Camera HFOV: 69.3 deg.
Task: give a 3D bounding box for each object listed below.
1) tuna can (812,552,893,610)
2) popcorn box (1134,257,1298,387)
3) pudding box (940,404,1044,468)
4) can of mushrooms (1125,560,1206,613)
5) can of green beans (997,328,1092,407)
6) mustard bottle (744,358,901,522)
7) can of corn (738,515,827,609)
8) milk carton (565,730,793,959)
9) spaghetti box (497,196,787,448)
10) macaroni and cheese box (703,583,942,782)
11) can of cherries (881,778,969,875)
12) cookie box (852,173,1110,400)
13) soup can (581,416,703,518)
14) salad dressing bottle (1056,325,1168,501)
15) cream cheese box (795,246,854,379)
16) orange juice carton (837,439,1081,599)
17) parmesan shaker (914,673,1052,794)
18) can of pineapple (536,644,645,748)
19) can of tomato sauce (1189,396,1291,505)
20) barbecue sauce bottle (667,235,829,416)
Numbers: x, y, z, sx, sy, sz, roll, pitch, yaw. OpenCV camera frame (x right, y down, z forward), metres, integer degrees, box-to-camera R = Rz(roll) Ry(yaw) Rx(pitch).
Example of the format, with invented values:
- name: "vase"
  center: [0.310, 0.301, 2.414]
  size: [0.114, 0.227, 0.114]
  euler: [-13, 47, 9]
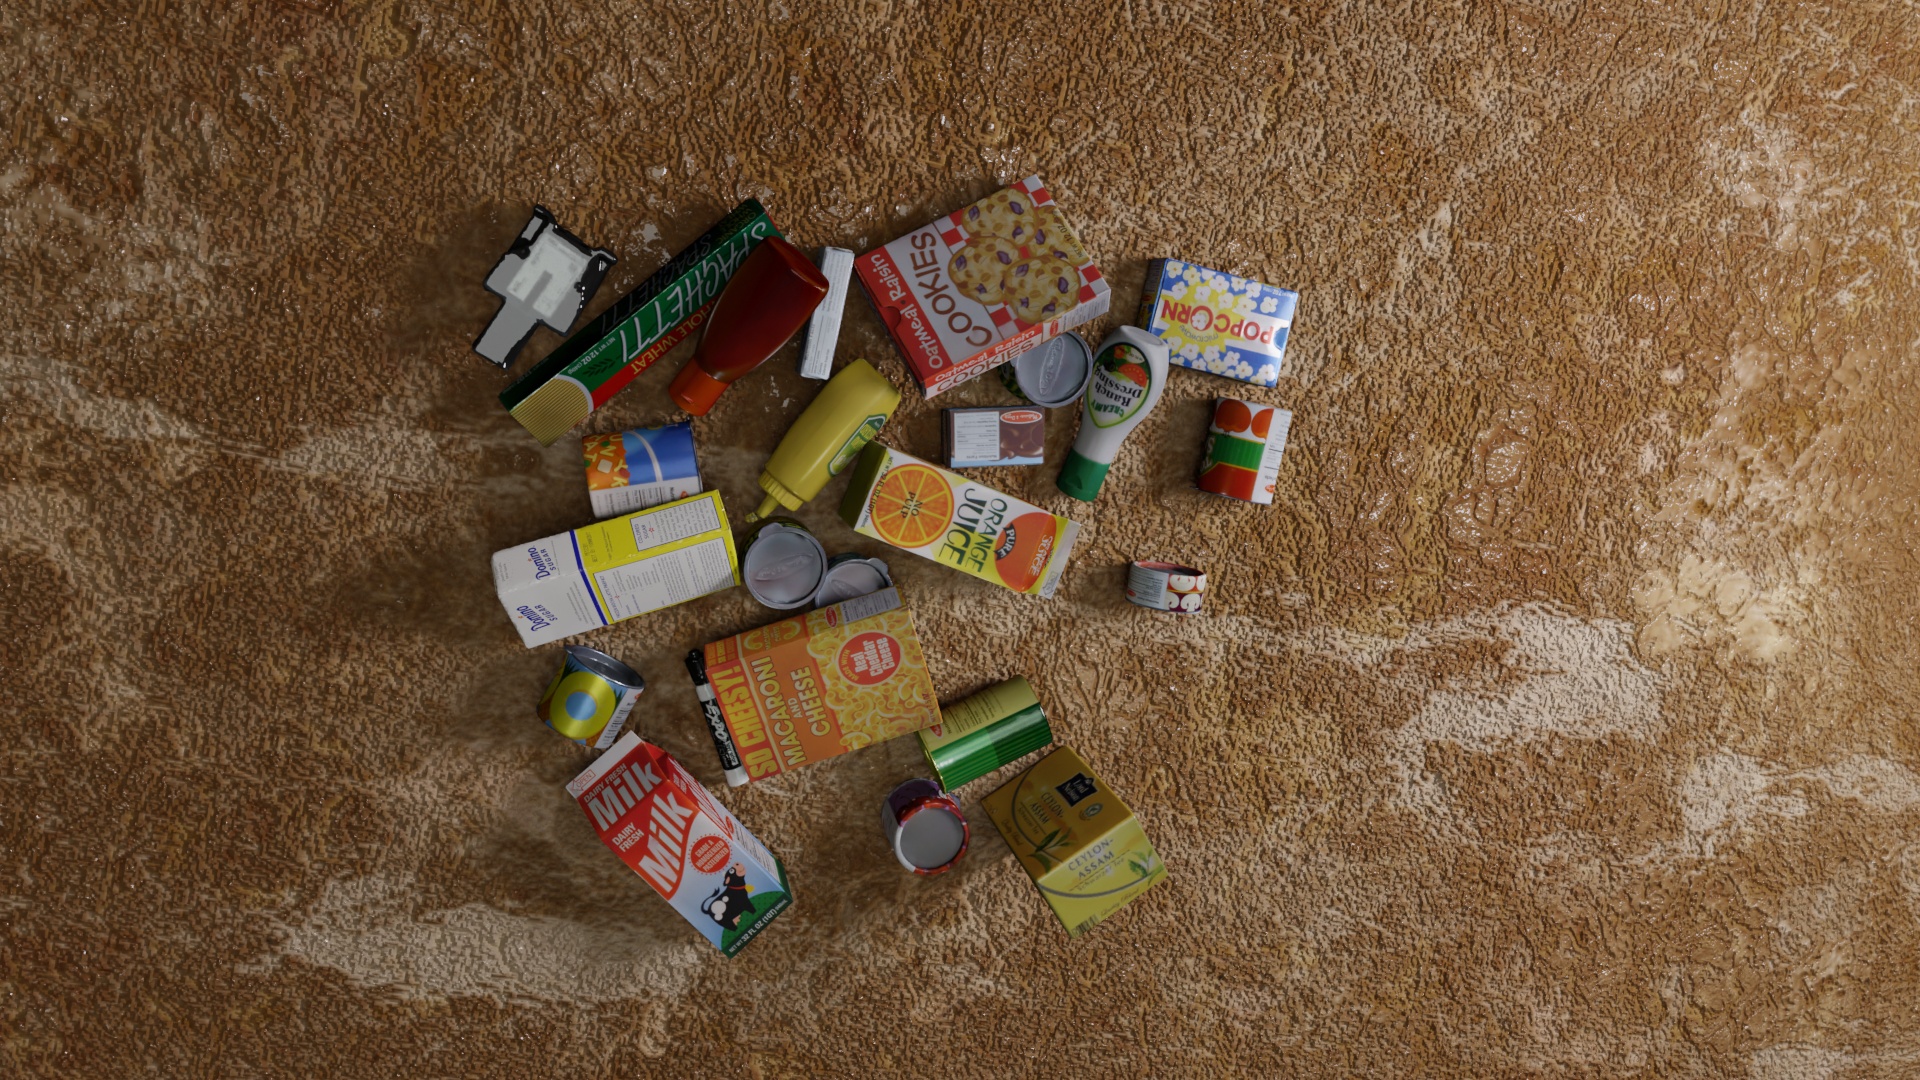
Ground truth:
- name: "tuna can"
  center: [-0.089, 0.042, 1.152]
  size: [0.071, 0.033, 0.071]
  euler: [-3, 101, -14]
- name: "popcorn box"
  center: [0.215, -0.185, 1.185]
  size: [0.127, 0.038, 0.085]
  euler: [11, 96, -16]
- name: "pudding box"
  center: [0.027, -0.087, 1.159]
  size: [0.084, 0.030, 0.049]
  euler: [-4, 100, -14]
- name: "can of mushrooms"
  center: [0.180, 0.040, 1.204]
  size: [0.071, 0.071, 0.033]
  euler: [5, 99, -15]
- name: "can of green beans"
  center: [0.068, -0.145, 1.145]
  size: [0.071, 0.058, 0.071]
  euler: [-3, 101, -14]
- name: "mustard bottle"
  center: [-0.115, -0.072, 1.109]
  size: [0.049, 0.065, 0.160]
  euler: [42, 93, 12]
- name: "can of corn"
  center: [-0.145, 0.014, 1.119]
  size: [0.071, 0.058, 0.071]
  euler: [-3, 101, -14]
- name: "milk carton"
  center: [-0.228, 0.242, 1.131]
  size: [0.072, 0.073, 0.190]
  euler: [-42, 107, -3]
- name: "spaghetti box"
  center: [-0.239, -0.168, 1.067]
  size: [0.250, 0.029, 0.050]
  euler: [-39, 141, -4]
- name: "macaroni and cheese box"
  center: [-0.110, 0.117, 1.133]
  size: [0.167, 0.040, 0.123]
  euler: [-17, 121, -4]
- name: "can of cherries"
  center: [-0.028, 0.244, 1.190]
  size: [0.071, 0.058, 0.071]
  euler: [-3, 101, -13]
- name: "cookie box"
  center: [0.016, -0.202, 1.100]
  size: [0.168, 0.040, 0.123]
  euler: [-27, 72, -8]
- name: "soup can"
  center: [-0.246, -0.058, 1.078]
  size: [0.084, 0.071, 0.071]
  euler: [-9, 102, -12]
- name: "salad dressing bottle"
  center: [0.124, -0.104, 1.157]
  size: [0.064, 0.044, 0.147]
  euler: [28, 113, 15]
- name: "cream cheese box"
  center: [-0.108, -0.179, 1.096]
  size: [0.024, 0.053, 0.103]
  euler: [10, 97, -14]
- name: "orange juice carton"
  center: [0.004, -0.014, 1.144]
  size: [0.193, 0.073, 0.071]
  euler: [21, 94, -17]
- name: "parmesan shaker"
  center: [0.020, 0.166, 1.182]
  size: [0.103, 0.071, 0.071]
  euler: [-24, 105, -9]
- name: "can of pineapple"
  center: [-0.294, 0.122, 1.097]
  size: [0.071, 0.071, 0.058]
  euler: [30, 92, -17]
- name: "can of tomato sauce"
  center: [0.242, -0.078, 1.198]
  size: [0.071, 0.071, 0.083]
  euler: [10, 97, -16]
- name: "barbecue sauce bottle"
  center: [-0.168, -0.160, 1.067]
  size: [0.065, 0.044, 0.148]
  euler: [40, 110, -8]
